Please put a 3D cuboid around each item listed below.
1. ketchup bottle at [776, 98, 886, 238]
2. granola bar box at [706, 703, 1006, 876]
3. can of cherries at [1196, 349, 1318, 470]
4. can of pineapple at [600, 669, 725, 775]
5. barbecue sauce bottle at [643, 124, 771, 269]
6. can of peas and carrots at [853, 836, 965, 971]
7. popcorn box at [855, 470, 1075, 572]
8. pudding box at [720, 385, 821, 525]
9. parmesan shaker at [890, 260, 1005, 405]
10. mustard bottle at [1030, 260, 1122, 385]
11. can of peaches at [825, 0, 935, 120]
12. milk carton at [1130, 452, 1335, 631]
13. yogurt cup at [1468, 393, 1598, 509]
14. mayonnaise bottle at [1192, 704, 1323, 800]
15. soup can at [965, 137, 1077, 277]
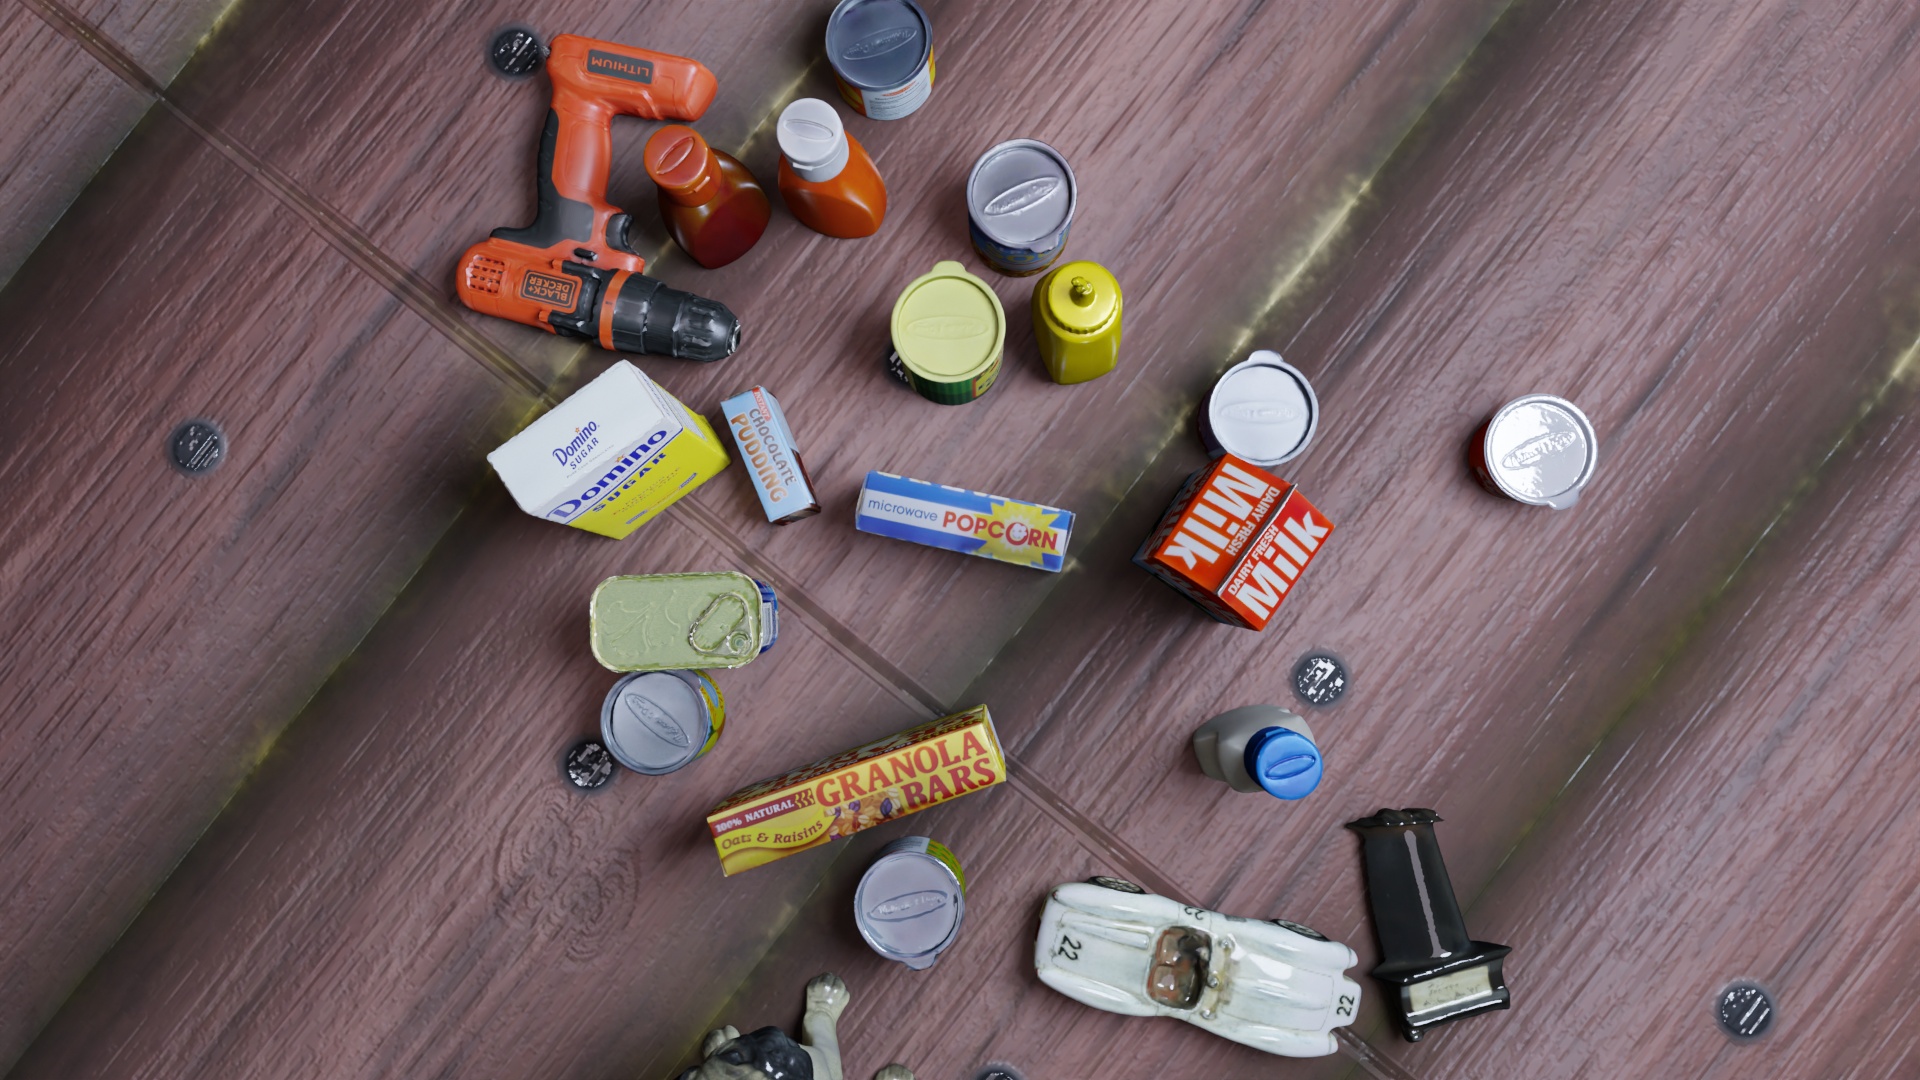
[{"bbox_3d":[-0.081,-0.221,0.834,0.065,0.149,0.043,14,88,2],"label":"ketchup bottle"},{"bbox_3d":[-0.057,0.144,0.827,0.165,0.124,0.039,-19,87,0],"label":"granola bar box"},{"bbox_3d":[0.184,-0.079,0.866,0.071,0.058,0.071,0,87,1],"label":"can of cherries"},{"bbox_3d":[-0.182,0.109,0.865,0.071,0.058,0.071,0,87,1],"label":"can of pineapple"},{"bbox_3d":[-0.154,-0.208,0.835,0.065,0.148,0.043,-44,87,0],"label":"barbecue sauce bottle"},{"bbox_3d":[-0.029,0.222,0.856,0.071,0.058,0.071,0,87,1],"label":"can of peas and carrots"},{"bbox_3d":[0.003,-0.011,0.853,0.127,0.085,0.038,12,88,2],"label":"popcorn box"},{"bbox_3d":[-0.118,-0.053,0.876,0.030,0.049,0.083,-23,87,0],"label":"pudding box"},{"bbox_3d":[-0.006,-0.124,0.850,0.071,0.103,0.071,0,88,1],"label":"parmesan shaker"},{"bbox_3d":[0.070,-0.133,0.820,0.049,0.160,0.065,-17,87,1],"label":"mustard bottle"},{"bbox_3d":[-0.050,-0.310,0.883,0.071,0.058,0.071,0,87,1],"label":"can of peaches"},{"bbox_3d":[0.154,0.002,0.796,0.073,0.190,0.072,35,89,2],"label":"milk carton"},{"bbox_3d":[0.351,-0.054,0.863,0.072,0.054,0.072,0,87,1],"label":"yogurt cup"},{"bbox_3d":[0.177,0.124,0.811,0.065,0.148,0.041,-19,87,1],"label":"mayonnaise bottle"},{"bbox_3d":[0.038,-0.202,0.862,0.071,0.084,0.071,0,88,1],"label":"soup can"}]
